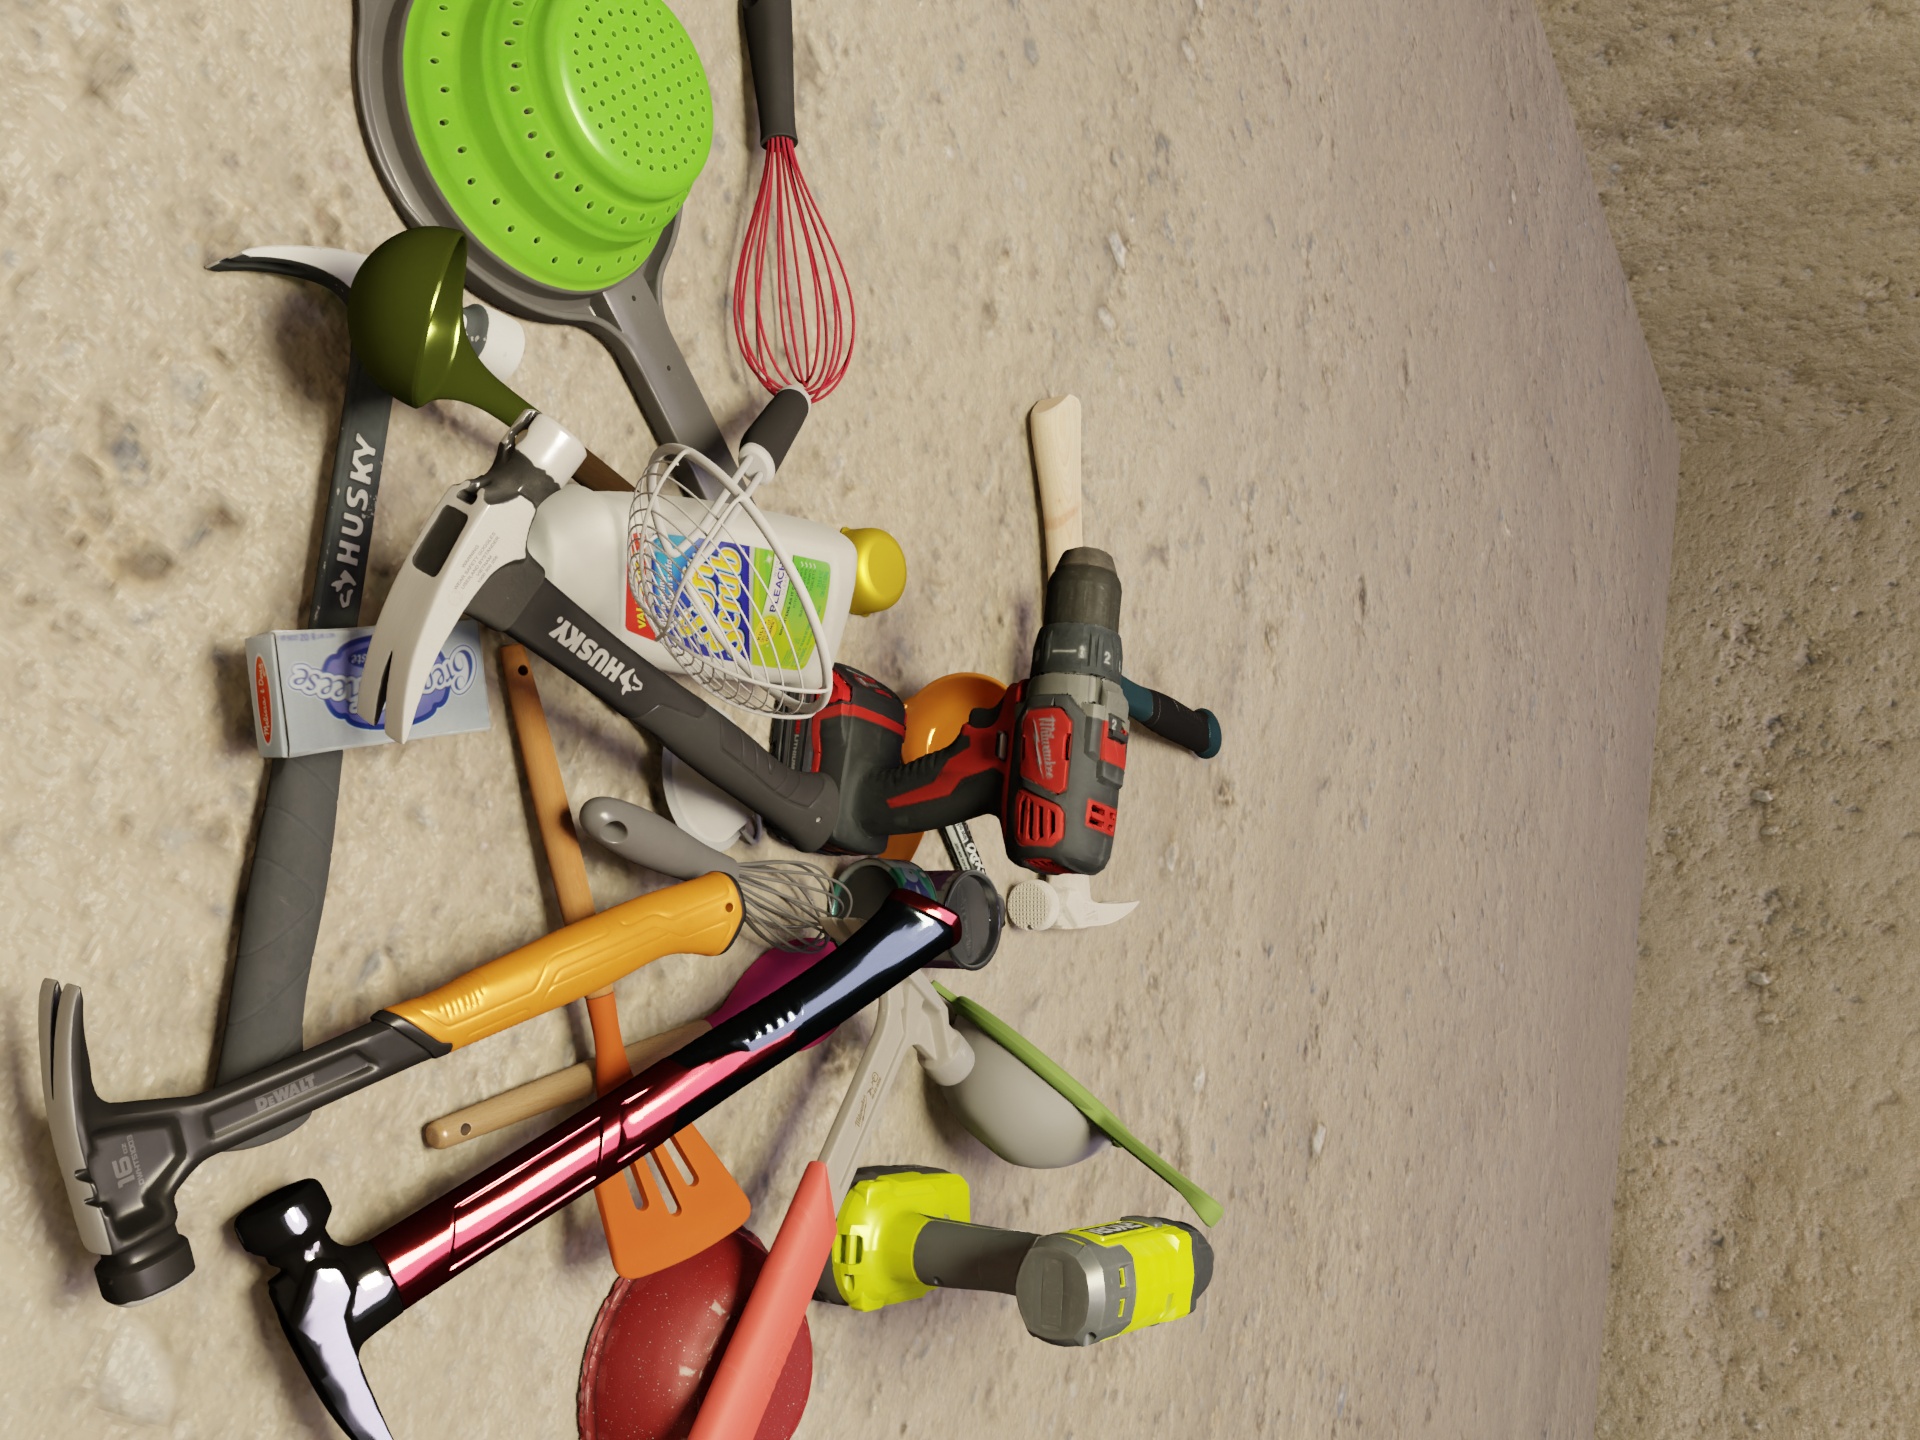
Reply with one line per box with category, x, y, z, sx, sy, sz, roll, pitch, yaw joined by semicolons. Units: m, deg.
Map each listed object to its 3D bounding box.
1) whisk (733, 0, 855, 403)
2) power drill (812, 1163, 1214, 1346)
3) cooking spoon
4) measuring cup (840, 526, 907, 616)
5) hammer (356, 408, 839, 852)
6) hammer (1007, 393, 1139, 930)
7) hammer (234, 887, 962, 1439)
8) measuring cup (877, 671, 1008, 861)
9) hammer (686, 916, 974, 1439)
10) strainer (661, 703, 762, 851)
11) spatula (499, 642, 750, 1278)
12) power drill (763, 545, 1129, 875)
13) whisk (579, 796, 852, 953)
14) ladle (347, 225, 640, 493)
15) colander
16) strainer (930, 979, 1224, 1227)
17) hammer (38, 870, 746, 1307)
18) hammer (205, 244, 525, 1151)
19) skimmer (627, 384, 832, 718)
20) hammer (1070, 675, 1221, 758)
whisk;-0.110;-0.334;0.972;0.073;0.073;0.296;4;79;-54
power drill;0.031;0.322;0.962;0.171;0.223;0.080;14;76;-53
cooking spoon;-0.160;0.181;0.885;0.318;0.017;0.069;-11;95;-54
measuring cup;-0.084;-0.083;1.004;0.156;0.029;0.062;-32;112;-53
hammer;-0.151;-0.002;0.786;0.146;0.035;0.334;-57;147;-9
hammer;0.087;-0.046;1.236;0.146;0.038;0.411;6;81;-55
hammer;-0.141;0.202;0.790;0.386;0.038;0.143;-28;97;-36
measuring cup;-0.015;0.052;1.066;0.173;0.095;0.052;-61;165;-6
hammer;-0.093;0.286;0.859;0.149;0.037;0.359;55;45;-35
strainer;-0.172;-0.008;0.870;0.258;0.050;0.087;47;42;-37
spatula;-0.186;0.117;0.813;0.081;0.041;0.322;-16;93;-40
power drill;-0.001;-0.003;0.943;0.080;0.227;0.188;24;68;-51
whisk;-0.131;0.084;0.885;0.238;0.055;0.055;38;57;-56
ladle;-0.188;-0.134;0.795;0.319;0.062;0.078;42;56;-61
colander;-0.165;-0.248;0.853;0.204;0.094;0.396;-52;127;-43
strainer;0.065;0.272;1.028;0.069;0.257;0.151;-49;126;-10
hammer;-0.229;0.124;0.717;0.337;0.034;0.127;-20;103;-48
hammer;-0.289;-0.018;0.712;0.149;0.036;0.409;19;72;-51
skimmer;-0.086;-0.115;0.780;0.363;0.090;0.127;-80;149;-63
hammer;0.150;-0.012;1.273;0.330;0.033;0.128;20;66;-63
